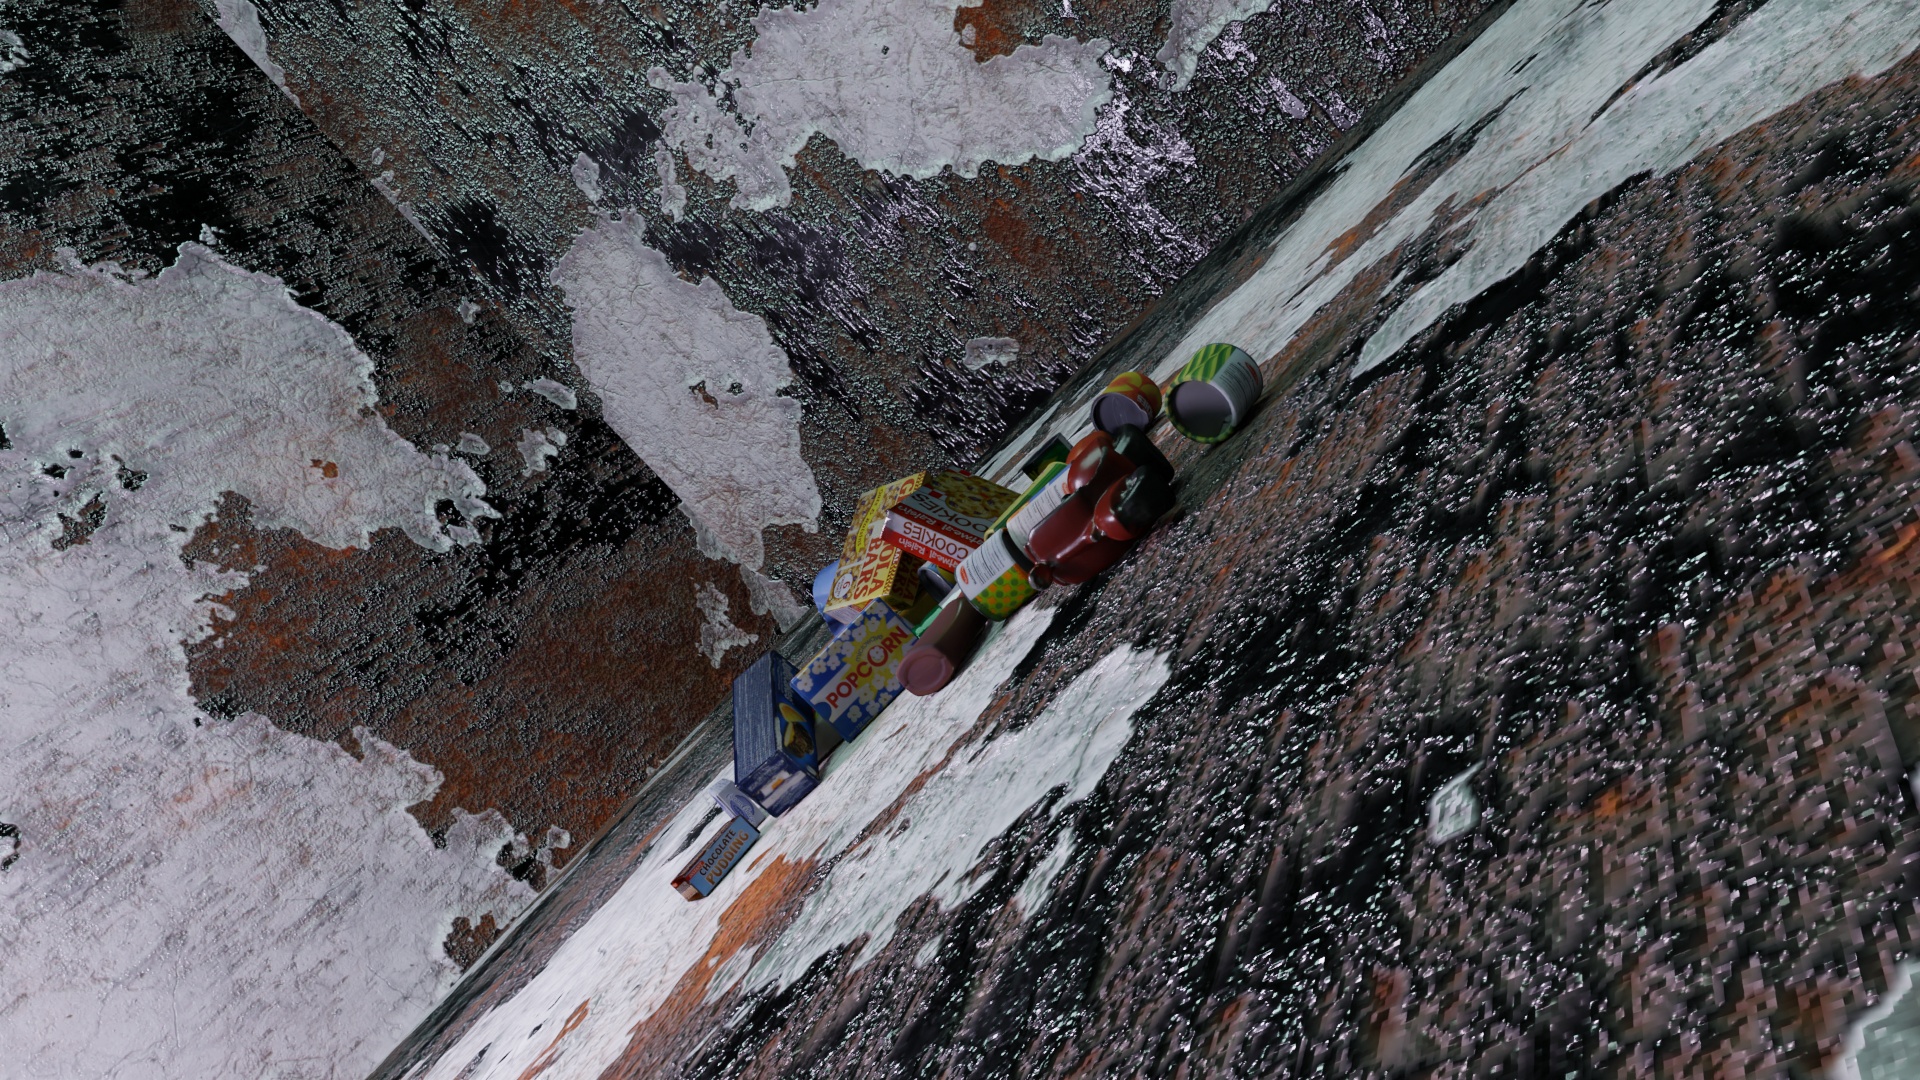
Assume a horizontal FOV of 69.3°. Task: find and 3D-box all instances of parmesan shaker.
[{"bbox_3d":[0.079,-0.017,1.347,0.103,0.071,0.071,-47,6,-26],"label":"parmesan shaker"}]

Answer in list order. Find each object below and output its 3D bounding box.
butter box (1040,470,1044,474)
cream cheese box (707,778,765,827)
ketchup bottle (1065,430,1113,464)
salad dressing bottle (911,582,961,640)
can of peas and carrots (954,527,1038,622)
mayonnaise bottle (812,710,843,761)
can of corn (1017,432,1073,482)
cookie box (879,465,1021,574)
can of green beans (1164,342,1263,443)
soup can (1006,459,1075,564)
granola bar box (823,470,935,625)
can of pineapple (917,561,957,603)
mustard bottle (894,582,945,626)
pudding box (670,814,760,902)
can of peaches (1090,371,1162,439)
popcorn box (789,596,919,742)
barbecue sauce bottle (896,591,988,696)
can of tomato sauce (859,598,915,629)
[{"bbox_3d":[0.090,-0.037,1.486,0.024,0.053,0.104,3,19,12],"label":"butter box"},{"bbox_3d":[-0.236,0.276,1.456,0.024,0.053,0.103,-43,5,-17],"label":"cream cheese box"},{"bbox_3d":[0.140,-0.080,1.508,0.064,0.043,0.149,-43,5,14],"label":"ketchup bottle"},{"bbox_3d":[0.015,0.052,1.388,0.148,0.044,0.064,-44,-2,-7],"label":"salad dressing bottle"},{"bbox_3d":[0.039,0.031,1.261,0.058,0.071,0.071,-41,5,22],"label":"can of peas and carrots"},{"bbox_3d":[-0.128,0.182,1.452,0.148,0.041,0.065,-44,12,1],"label":"mayonnaise bottle"},{"bbox_3d":[0.114,-0.086,1.680,0.071,0.058,0.071,-43,5,5],"label":"can of corn"},{"bbox_3d":[0.005,-0.019,1.513,0.168,0.123,0.040,-40,-31,-58],"label":"cookie box"},{"bbox_3d":[0.211,-0.123,1.160,0.071,0.071,0.058,-38,8,49],"label":"can of green beans"},{"bbox_3d":[0.095,-0.021,1.253,0.083,0.071,0.071,-42,5,21],"label":"soup can"},{"bbox_3d":[-0.086,0.010,1.613,0.124,0.039,0.166,-18,48,45],"label":"granola bar box"},{"bbox_3d":[-0.003,0.038,1.539,0.058,0.071,0.071,-44,4,-22],"label":"can of pineapple"},{"bbox_3d":[-0.030,0.067,1.593,0.160,0.049,0.065,-45,10,-12],"label":"mustard bottle"},{"bbox_3d":[-0.235,0.306,1.336,0.084,0.030,0.049,-47,5,-34],"label":"pudding box"},{"bbox_3d":[0.192,-0.151,1.580,0.071,0.071,0.058,-39,6,43],"label":"can of peaches"},{"bbox_3d":[-0.099,0.130,1.408,0.127,0.085,0.038,-45,4,-9],"label":"popcorn box"},{"bbox_3d":[-0.006,0.085,1.286,0.064,0.043,0.149,-40,5,33],"label":"barbecue sauce bottle"},{"bbox_3d":[-0.096,0.114,1.512,0.083,0.071,0.071,-57,7,-8],"label":"can of tomato sauce"}]
